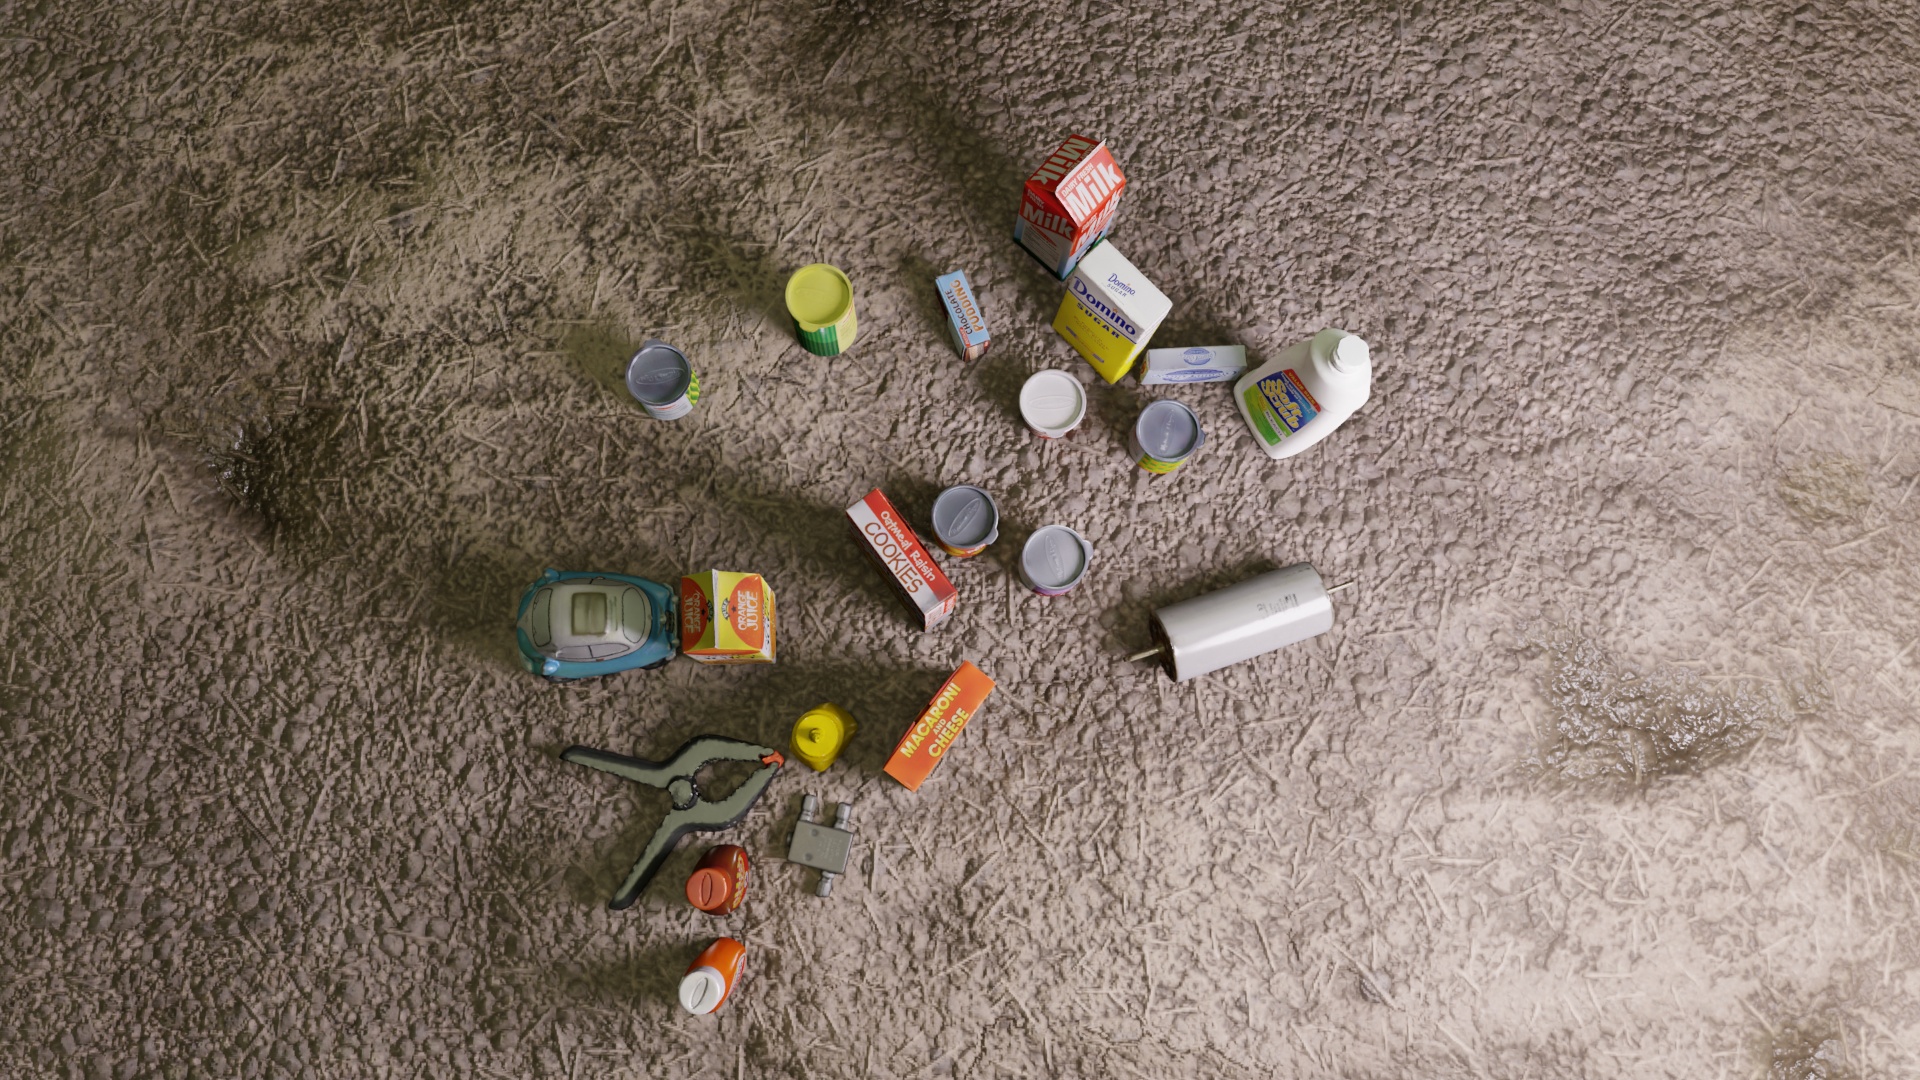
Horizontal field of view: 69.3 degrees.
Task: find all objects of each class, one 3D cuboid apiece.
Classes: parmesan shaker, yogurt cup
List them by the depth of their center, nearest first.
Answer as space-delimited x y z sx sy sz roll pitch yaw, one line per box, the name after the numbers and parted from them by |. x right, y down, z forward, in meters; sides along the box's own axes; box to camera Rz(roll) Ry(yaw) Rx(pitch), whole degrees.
-0.141 -0.229 1.409 0.071 0.103 0.071 0 80 -2 | parmesan shaker
0.092 -0.137 1.426 0.072 0.054 0.072 0 80 -2 | yogurt cup

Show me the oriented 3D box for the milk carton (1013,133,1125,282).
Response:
0.109 -0.338 1.394 0.073 0.190 0.072 42 81 5 | milk carton

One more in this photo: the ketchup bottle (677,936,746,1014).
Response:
-0.229 0.402 1.268 0.043 0.148 0.065 23 80 2 | ketchup bottle

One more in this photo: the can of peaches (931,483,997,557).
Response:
0.005 -0.018 1.399 0.071 0.058 0.071 0 80 -2 | can of peaches

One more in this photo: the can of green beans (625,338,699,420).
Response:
-0.302 -0.161 1.413 0.071 0.057 0.071 0 80 -2 | can of green beans

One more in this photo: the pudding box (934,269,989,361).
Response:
0.001 -0.233 1.442 0.030 0.049 0.084 -21 81 -6 | pudding box

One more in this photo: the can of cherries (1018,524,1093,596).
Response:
0.095 0.021 1.395 0.071 0.058 0.071 0 80 -2 | can of cherries

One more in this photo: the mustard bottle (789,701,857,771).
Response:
-0.131 0.183 1.306 0.049 0.160 0.065 38 81 4 | mustard bottle

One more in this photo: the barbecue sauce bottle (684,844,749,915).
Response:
-0.225 0.316 1.284 0.044 0.148 0.065 4 80 -1 | barbecue sauce bottle

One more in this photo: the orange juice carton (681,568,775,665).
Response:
-0.218 0.074 1.305 0.073 0.192 0.072 -2 80 -2 | orange juice carton

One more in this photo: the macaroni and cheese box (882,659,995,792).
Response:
-0.023 0.176 1.308 0.040 0.166 0.124 37 81 4 | macaroni and cheese box

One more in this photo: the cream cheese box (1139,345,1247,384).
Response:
0.241 -0.182 1.440 0.104 0.053 0.024 -3 80 -3 | cream cheese box

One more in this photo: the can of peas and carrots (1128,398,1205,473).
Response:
0.211 -0.106 1.423 0.071 0.058 0.071 0 80 -2 | can of peas and carrots

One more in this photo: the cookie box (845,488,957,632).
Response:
-0.056 0.022 1.334 0.040 0.167 0.123 -37 84 -7 | cookie box
